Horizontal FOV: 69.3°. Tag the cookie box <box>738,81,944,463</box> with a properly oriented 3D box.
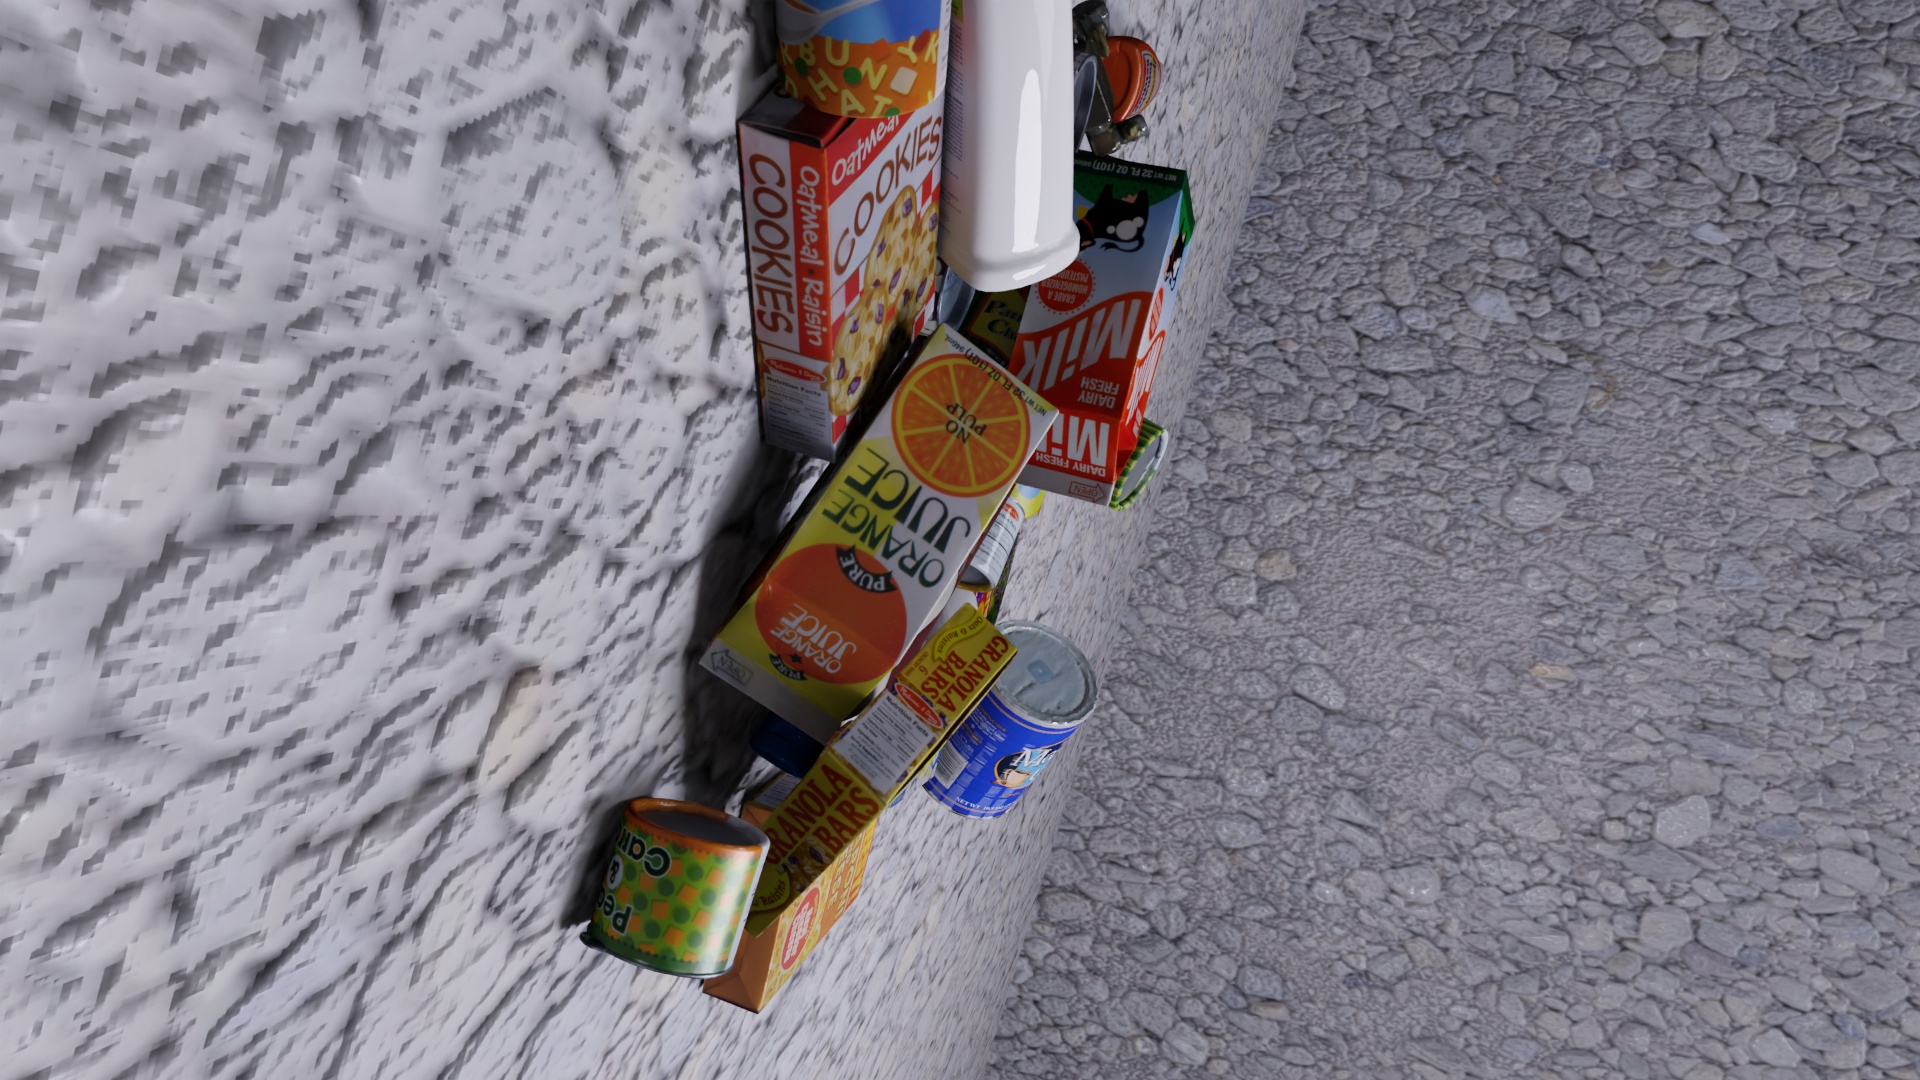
[{"bbox_3d":[-0.047,-0.136,0.612,0.166,0.040,0.123,94,18,-47],"label":"cookie box"}]

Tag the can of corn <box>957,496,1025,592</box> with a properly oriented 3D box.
[{"bbox_3d":[0.002,-0.004,0.969,0.071,0.071,0.058,79,32,-66],"label":"can of corn"}]

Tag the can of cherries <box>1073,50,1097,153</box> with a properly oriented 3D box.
[{"bbox_3d":[0.041,-0.255,0.801,0.071,0.058,0.071,17,92,-78],"label":"can of cherries"}]

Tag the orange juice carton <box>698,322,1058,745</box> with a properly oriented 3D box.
[{"bbox_3d":[-0.040,-0.002,0.657,0.193,0.072,0.073,-57,-169,-18],"label":"orange juice carton"}]

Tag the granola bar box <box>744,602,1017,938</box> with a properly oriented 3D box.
[{"bbox_3d":[-0.050,0.118,0.698,0.125,0.039,0.164,-45,176,-45],"label":"granola bar box"}]

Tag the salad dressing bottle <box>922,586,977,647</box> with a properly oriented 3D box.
[{"bbox_3d":[-0.020,0.082,0.964,0.148,0.044,0.064,-73,150,-59],"label":"salad dressing bottle"}]

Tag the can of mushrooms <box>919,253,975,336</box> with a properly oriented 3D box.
[{"bbox_3d":[-0.015,-0.143,0.764,0.071,0.033,0.071,15,92,-79],"label":"can of mushrooms"}]

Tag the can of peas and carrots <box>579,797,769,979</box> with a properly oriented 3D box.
[{"bbox_3d":[-0.125,0.150,0.609,0.071,0.071,0.058,21,86,-78],"label":"can of peas and carrots"}]

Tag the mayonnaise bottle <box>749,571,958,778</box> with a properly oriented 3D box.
[{"bbox_3d":[-0.062,0.060,0.771,0.148,0.065,0.041,-58,164,-19],"label":"mayonnaise bottle"}]

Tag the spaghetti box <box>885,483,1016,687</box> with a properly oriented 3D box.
[{"bbox_3d":[0.003,-0.011,0.891,0.250,0.029,0.050,-60,-174,0],"label":"spaghetti box"}]

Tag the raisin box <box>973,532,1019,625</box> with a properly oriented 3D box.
[{"bbox_3d":[0.007,0.037,1.101,0.124,0.040,0.086,-36,142,-73],"label":"raisin box"}]

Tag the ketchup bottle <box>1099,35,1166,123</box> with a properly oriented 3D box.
[{"bbox_3d":[0.133,-0.364,1.096,0.149,0.043,0.064,-48,152,-65],"label":"ketchup bottle"}]

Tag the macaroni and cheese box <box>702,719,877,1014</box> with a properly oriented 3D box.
[{"bbox_3d":[-0.095,0.194,0.859,0.167,0.040,0.123,-30,136,-72],"label":"macaroni and cheese box"}]

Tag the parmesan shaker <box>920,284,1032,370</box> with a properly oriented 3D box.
[{"bbox_3d":[0.019,-0.125,0.853,0.071,0.071,0.103,93,18,-50],"label":"parmesan shaker"}]

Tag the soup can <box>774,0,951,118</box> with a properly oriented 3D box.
[{"bbox_3d":[-0.038,-0.206,0.504,0.083,0.071,0.072,96,16,-45],"label":"soup can"}]

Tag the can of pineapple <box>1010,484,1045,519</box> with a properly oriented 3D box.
[{"bbox_3d":[0.033,-0.053,1.032,0.071,0.071,0.057,-31,137,-72],"label":"can of pineapple"}]

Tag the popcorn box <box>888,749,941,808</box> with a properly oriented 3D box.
[{"bbox_3d":[-0.041,0.143,1.037,0.127,0.038,0.085,-4,111,-77],"label":"popcorn box"}]

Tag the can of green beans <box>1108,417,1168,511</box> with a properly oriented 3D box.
[{"bbox_3d":[0.102,-0.061,0.957,0.071,0.058,0.071,-48,160,-25],"label":"can of green beans"}]

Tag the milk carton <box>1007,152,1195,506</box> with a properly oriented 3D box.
[{"bbox_3d":[0.077,-0.118,0.807,0.073,0.072,0.190,39,67,-73],"label":"milk carton"}]
